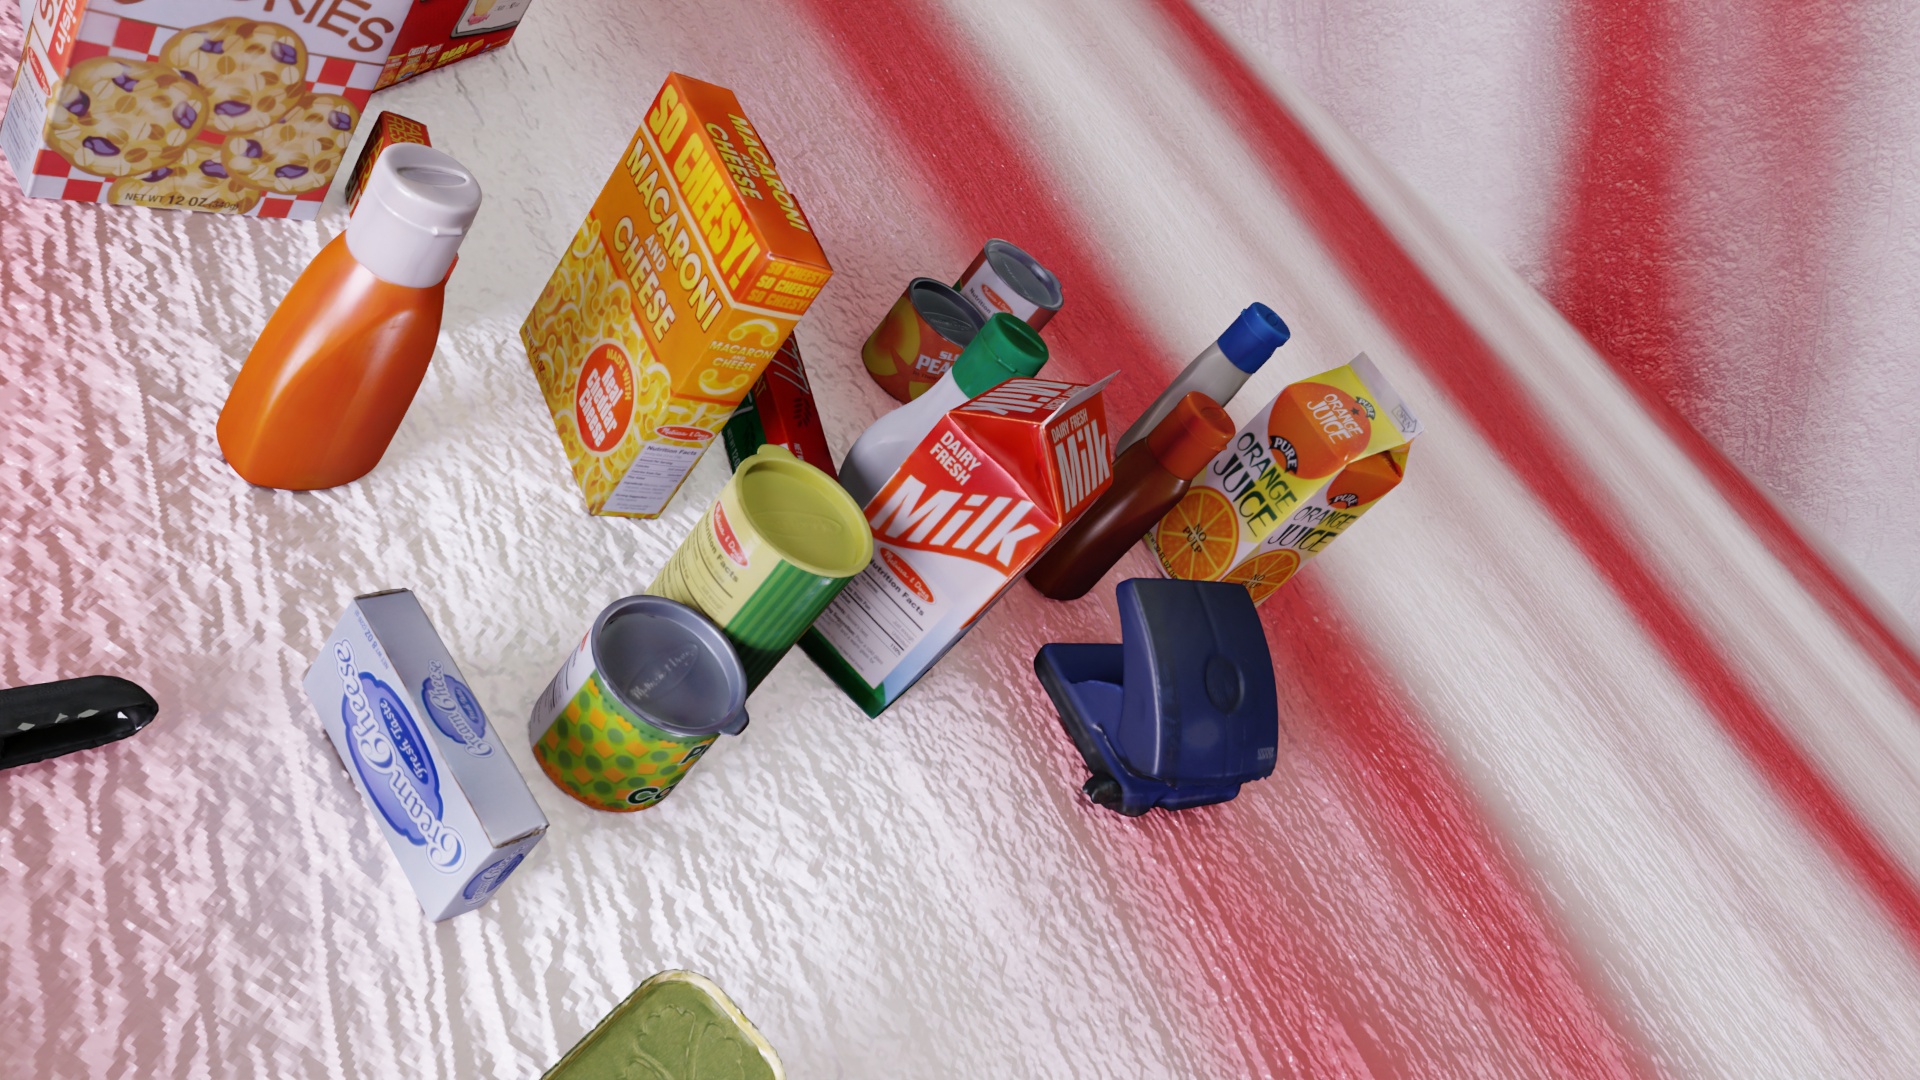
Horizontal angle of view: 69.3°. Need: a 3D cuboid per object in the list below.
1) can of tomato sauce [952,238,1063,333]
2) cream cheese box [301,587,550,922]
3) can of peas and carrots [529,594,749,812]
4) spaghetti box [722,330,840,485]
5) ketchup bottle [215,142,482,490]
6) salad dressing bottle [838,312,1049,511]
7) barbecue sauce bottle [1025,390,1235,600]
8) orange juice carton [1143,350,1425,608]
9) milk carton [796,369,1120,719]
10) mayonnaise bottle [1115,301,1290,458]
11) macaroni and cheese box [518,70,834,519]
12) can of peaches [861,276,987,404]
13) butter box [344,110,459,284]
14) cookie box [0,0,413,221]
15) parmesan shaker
[{"bbox_3d":[0.020,-0.153,0.949,0.071,0.082,0.071,29,34,-22],"label":"can of tomato sauce"},{"bbox_3d":[-0.185,0.073,0.477,0.024,0.053,0.104,-12,61,-54],"label":"cream cheese box"},{"bbox_3d":[-0.125,0.066,0.546,0.071,0.058,0.071,29,34,-21],"label":"can of peas and carrots"},{"bbox_3d":[-0.111,-0.089,0.758,0.029,0.050,0.251,15,41,-37],"label":"spaghetti box"},{"bbox_3d":[-0.227,-0.081,0.526,0.043,0.148,0.065,53,33,16],"label":"ketchup bottle"},{"bbox_3d":[-0.011,-0.056,0.736,0.064,0.147,0.044,35,32,-12],"label":"salad dressing bottle"},{"bbox_3d":[0.100,-0.025,0.819,0.065,0.148,0.044,-12,61,-54],"label":"barbecue sauce bottle"},{"bbox_3d":[0.216,-0.035,0.918,0.073,0.191,0.072,8,45,-43],"label":"orange juice carton"},{"bbox_3d":[0.002,-0.008,0.651,0.073,0.189,0.072,46,31,5],"label":"milk carton"},{"bbox_3d":[0.174,-0.107,1.001,0.041,0.147,0.065,43,31,0],"label":"mayonnaise bottle"},{"bbox_3d":[-0.137,-0.110,0.643,0.040,0.165,0.124,4,48,-46],"label":"macaroni and cheese box"},{"bbox_3d":[-0.021,-0.124,0.893,0.071,0.057,0.071,29,34,-21],"label":"can of peaches"},{"bbox_3d":[-0.266,-0.151,0.659,0.024,0.053,0.104,10,44,-42],"label":"butter box"},{"bbox_3d":[-0.306,-0.211,0.577,0.123,0.166,0.040,-9,58,-52],"label":"cookie box"},{"bbox_3d":[-0.094,0.019,0.596,0.071,0.102,0.072,29,34,-22],"label":"parmesan shaker"}]
